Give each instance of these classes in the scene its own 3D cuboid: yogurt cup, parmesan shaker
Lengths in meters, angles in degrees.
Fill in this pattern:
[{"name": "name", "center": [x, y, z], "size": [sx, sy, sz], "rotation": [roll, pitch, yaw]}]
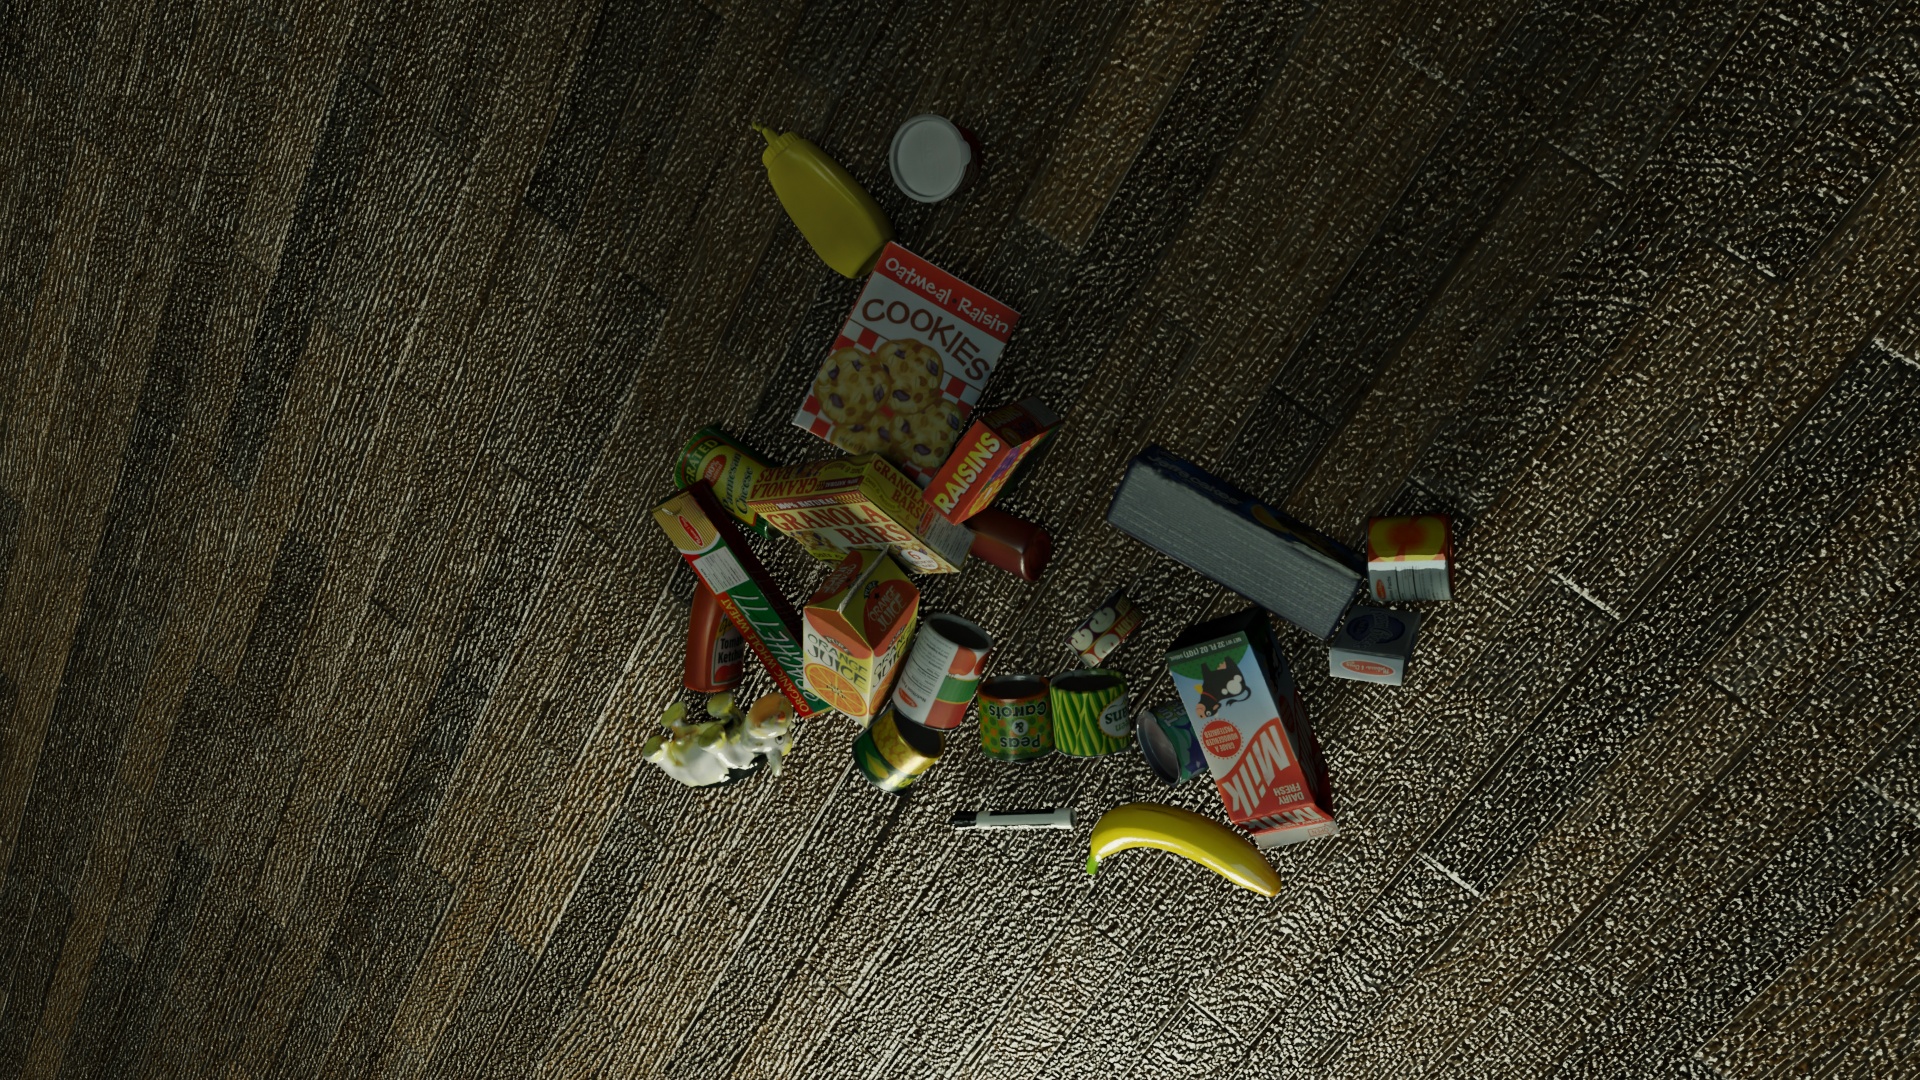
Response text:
[{"name": "yogurt cup", "center": [-0.017, -0.309, 1.124], "size": [0.072, 0.054, 0.072], "rotation": [6, 106, 22]}, {"name": "parmesan shaker", "center": [-0.198, -0.055, 1.264], "size": [0.103, 0.071, 0.071], "rotation": [30, 113, 14]}]

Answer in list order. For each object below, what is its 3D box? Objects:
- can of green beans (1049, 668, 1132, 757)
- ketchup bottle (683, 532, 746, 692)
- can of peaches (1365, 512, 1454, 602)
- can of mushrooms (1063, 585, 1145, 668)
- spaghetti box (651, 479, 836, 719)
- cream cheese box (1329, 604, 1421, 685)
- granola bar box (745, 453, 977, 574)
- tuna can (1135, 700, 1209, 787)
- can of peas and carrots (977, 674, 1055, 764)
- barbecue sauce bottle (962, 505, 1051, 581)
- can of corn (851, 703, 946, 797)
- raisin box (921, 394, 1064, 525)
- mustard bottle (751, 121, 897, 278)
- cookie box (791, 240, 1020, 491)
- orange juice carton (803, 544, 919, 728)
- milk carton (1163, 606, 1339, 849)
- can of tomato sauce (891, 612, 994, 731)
[{"name": "can of green beans", "center": [0.111, 0.145, 1.179], "size": [0.071, 0.071, 0.057], "rotation": [0, 103, 24]}, {"name": "ketchup bottle", "center": [-0.228, 0.066, 1.312], "size": [0.043, 0.065, 0.148], "rotation": [10, 99, 26]}, {"name": "can of peaches", "center": [0.339, 0.011, 1.045], "size": [0.058, 0.071, 0.071], "rotation": [-3, 102, 25]}, {"name": "can of mushrooms", "center": [0.121, 0.072, 1.155], "size": [0.033, 0.071, 0.070], "rotation": [46, 116, 6]}, {"name": "spaghetti box", "center": [-0.189, 0.058, 1.270], "size": [0.050, 0.029, 0.249], "rotation": [-23, 111, 27]}, {"name": "cream cheese box", "center": [0.314, 0.077, 1.050], "size": [0.053, 0.104, 0.024], "rotation": [7, 109, 23]}, {"name": "granola bar box", "center": [-0.086, -0.018, 1.168], "size": [0.124, 0.039, 0.165], "rotation": [39, 153, -32]}, {"name": "tuna can", "center": [0.176, 0.166, 1.154], "size": [0.071, 0.033, 0.070], "rotation": [54, 158, 35]}, {"name": "can of peas and carrots", "center": [0.049, 0.154, 1.206], "size": [0.071, 0.071, 0.058], "rotation": [1, 103, 24]}, {"name": "barbecue sauce bottle", "center": [0.004, -0.015, 1.190], "size": [0.149, 0.064, 0.044], "rotation": [24, 72, 24]}, {"name": "can of corn", "center": [-0.054, 0.188, 1.262], "size": [0.071, 0.071, 0.058], "rotation": [49, 116, 5]}, {"name": "raisin box", "center": [0.028, -0.067, 1.128], "size": [0.040, 0.124, 0.085], "rotation": [42, 116, 8]}, {"name": "mustard bottle", "center": [-0.122, -0.298, 1.177], "size": [0.065, 0.049, 0.160], "rotation": [-41, 84, 26]}, {"name": "cookie box", "center": [-0.044, -0.140, 1.131], "size": [0.123, 0.040, 0.167], "rotation": [28, 88, -10]}, {"name": "orange juice carton", "center": [-0.086, 0.077, 1.191], "size": [0.073, 0.072, 0.191], "rotation": [31, 149, 13]}, {"name": "milk carton", "center": [0.239, 0.157, 1.121], "size": [0.072, 0.074, 0.190], "rotation": [-19, 95, 27]}, {"name": "can of tomato sauce", "center": [-0.014, 0.115, 1.225], "size": [0.071, 0.071, 0.082], "rotation": [28, 109, 15]}]
